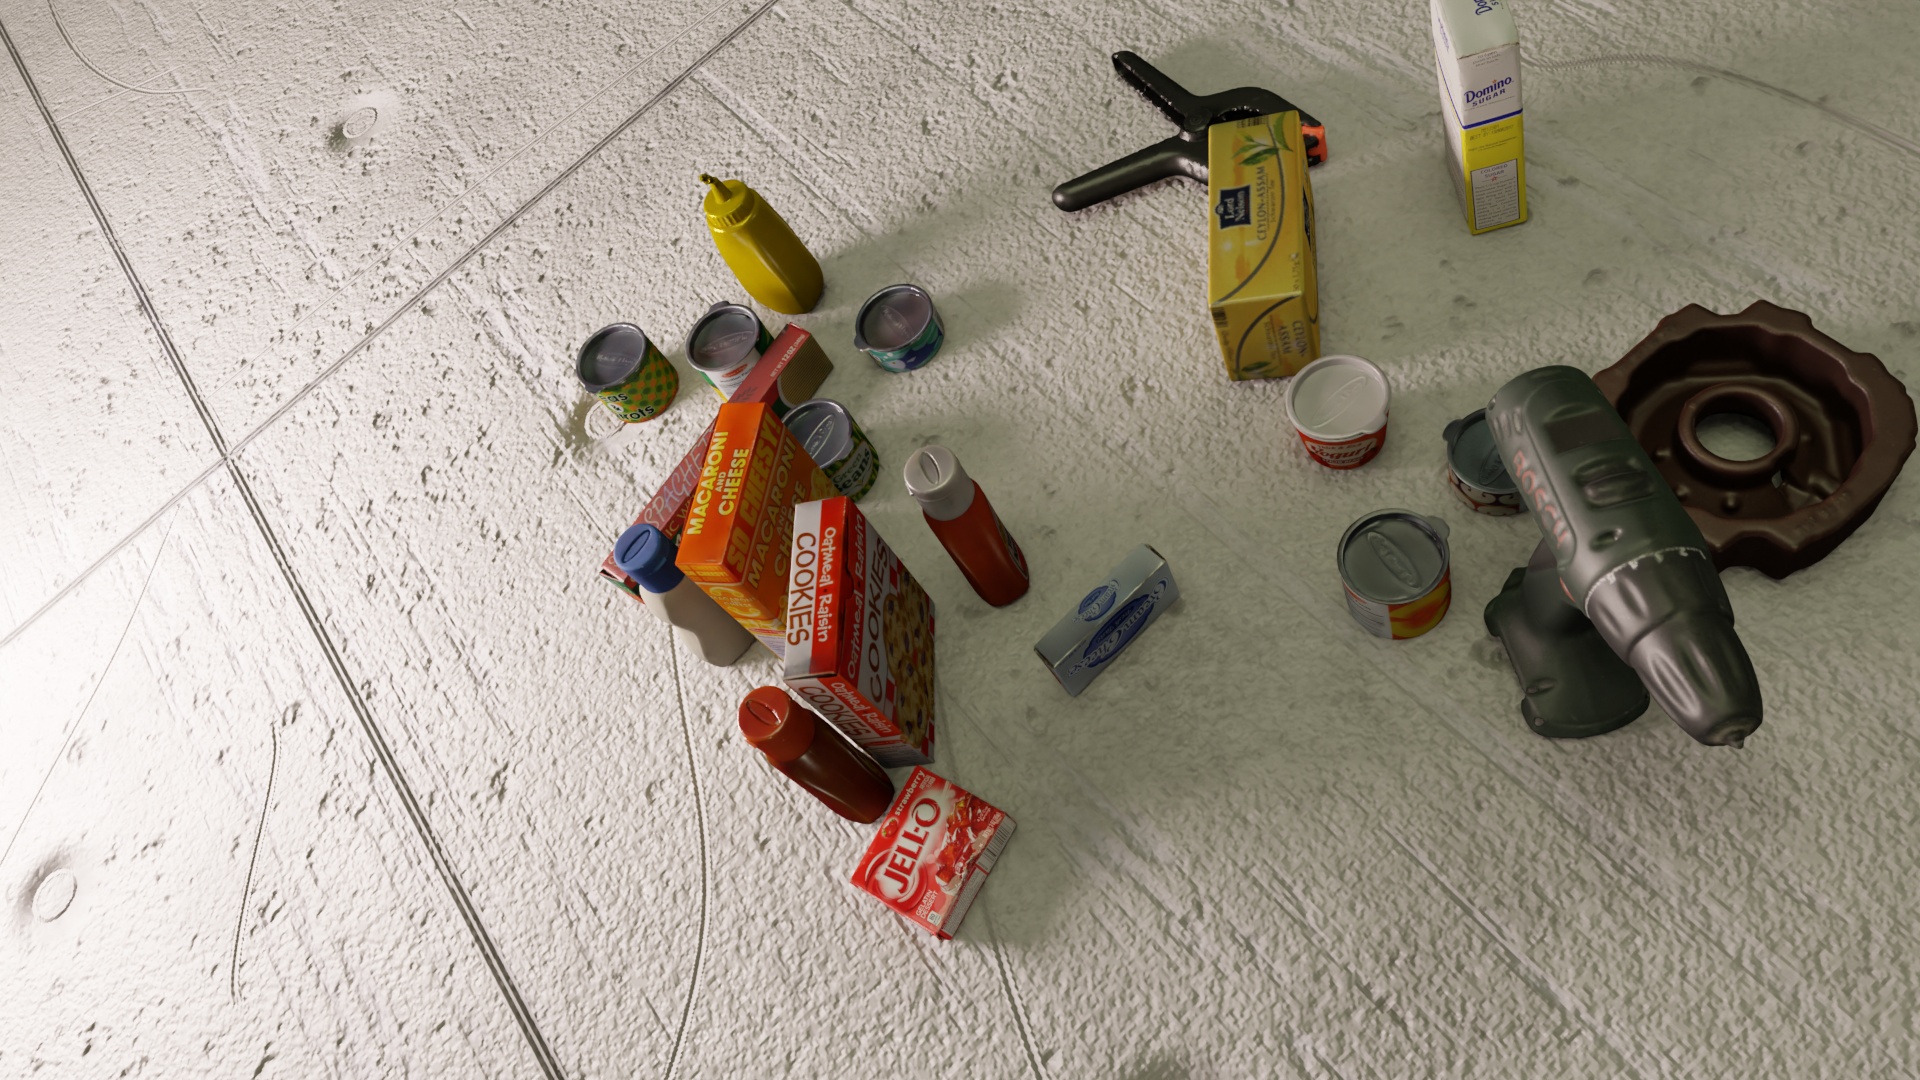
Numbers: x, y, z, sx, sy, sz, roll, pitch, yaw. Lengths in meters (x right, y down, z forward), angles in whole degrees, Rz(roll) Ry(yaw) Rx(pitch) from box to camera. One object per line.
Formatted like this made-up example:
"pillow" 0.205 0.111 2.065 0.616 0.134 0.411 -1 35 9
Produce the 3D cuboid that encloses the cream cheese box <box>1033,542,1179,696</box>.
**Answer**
"cream cheese box" 0.098 0.053 0.922 0.104 0.053 0.024 -43 57 -6

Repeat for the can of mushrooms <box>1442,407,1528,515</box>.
"can of mushrooms" 0.348 -0.053 0.898 0.071 0.033 0.071 -9 60 16

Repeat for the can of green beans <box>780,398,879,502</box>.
"can of green beans" -0.102 -0.066 1.060 0.071 0.057 0.071 -9 60 16

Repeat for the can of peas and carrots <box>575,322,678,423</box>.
"can of peas and carrots" -0.280 -0.138 1.167 0.071 0.058 0.071 -9 60 16

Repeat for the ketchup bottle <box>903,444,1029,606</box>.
"ketchup bottle" 0.003 -0.012 0.936 0.043 0.148 0.065 -28 57 5

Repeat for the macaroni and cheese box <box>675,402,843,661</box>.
"macaroni and cheese box" -0.131 -0.002 0.971 0.040 0.166 0.124 0 63 21

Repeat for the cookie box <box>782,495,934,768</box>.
"cookie box" -0.061 0.064 0.908 0.040 0.167 0.123 -9 60 16

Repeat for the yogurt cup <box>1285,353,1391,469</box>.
"yogurt cup" 0.257 -0.084 0.937 0.072 0.053 0.073 -9 60 16

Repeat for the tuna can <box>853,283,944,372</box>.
"tuna can" -0.050 -0.168 1.112 0.071 0.032 0.071 -9 60 16

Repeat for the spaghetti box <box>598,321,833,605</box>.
"spaghetti box" -0.189 -0.060 1.095 0.029 0.050 0.250 27 74 30

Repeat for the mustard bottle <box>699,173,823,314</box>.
"mustard bottle" -0.166 -0.245 1.122 0.065 0.159 0.049 14 69 27

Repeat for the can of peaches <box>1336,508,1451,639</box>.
"can of peaches" 0.275 0.021 0.871 0.071 0.058 0.071 -9 60 16

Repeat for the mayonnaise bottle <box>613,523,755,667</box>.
"mayonnaise bottle" -0.192 0.036 0.984 0.041 0.147 0.065 31 77 31

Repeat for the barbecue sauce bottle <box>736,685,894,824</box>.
"barbecue sauce bottle" -0.095 0.137 0.892 0.065 0.148 0.044 30 77 31

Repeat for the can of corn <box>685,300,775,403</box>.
"can of corn" -0.182 -0.152 1.138 0.071 0.058 0.071 -9 60 16
